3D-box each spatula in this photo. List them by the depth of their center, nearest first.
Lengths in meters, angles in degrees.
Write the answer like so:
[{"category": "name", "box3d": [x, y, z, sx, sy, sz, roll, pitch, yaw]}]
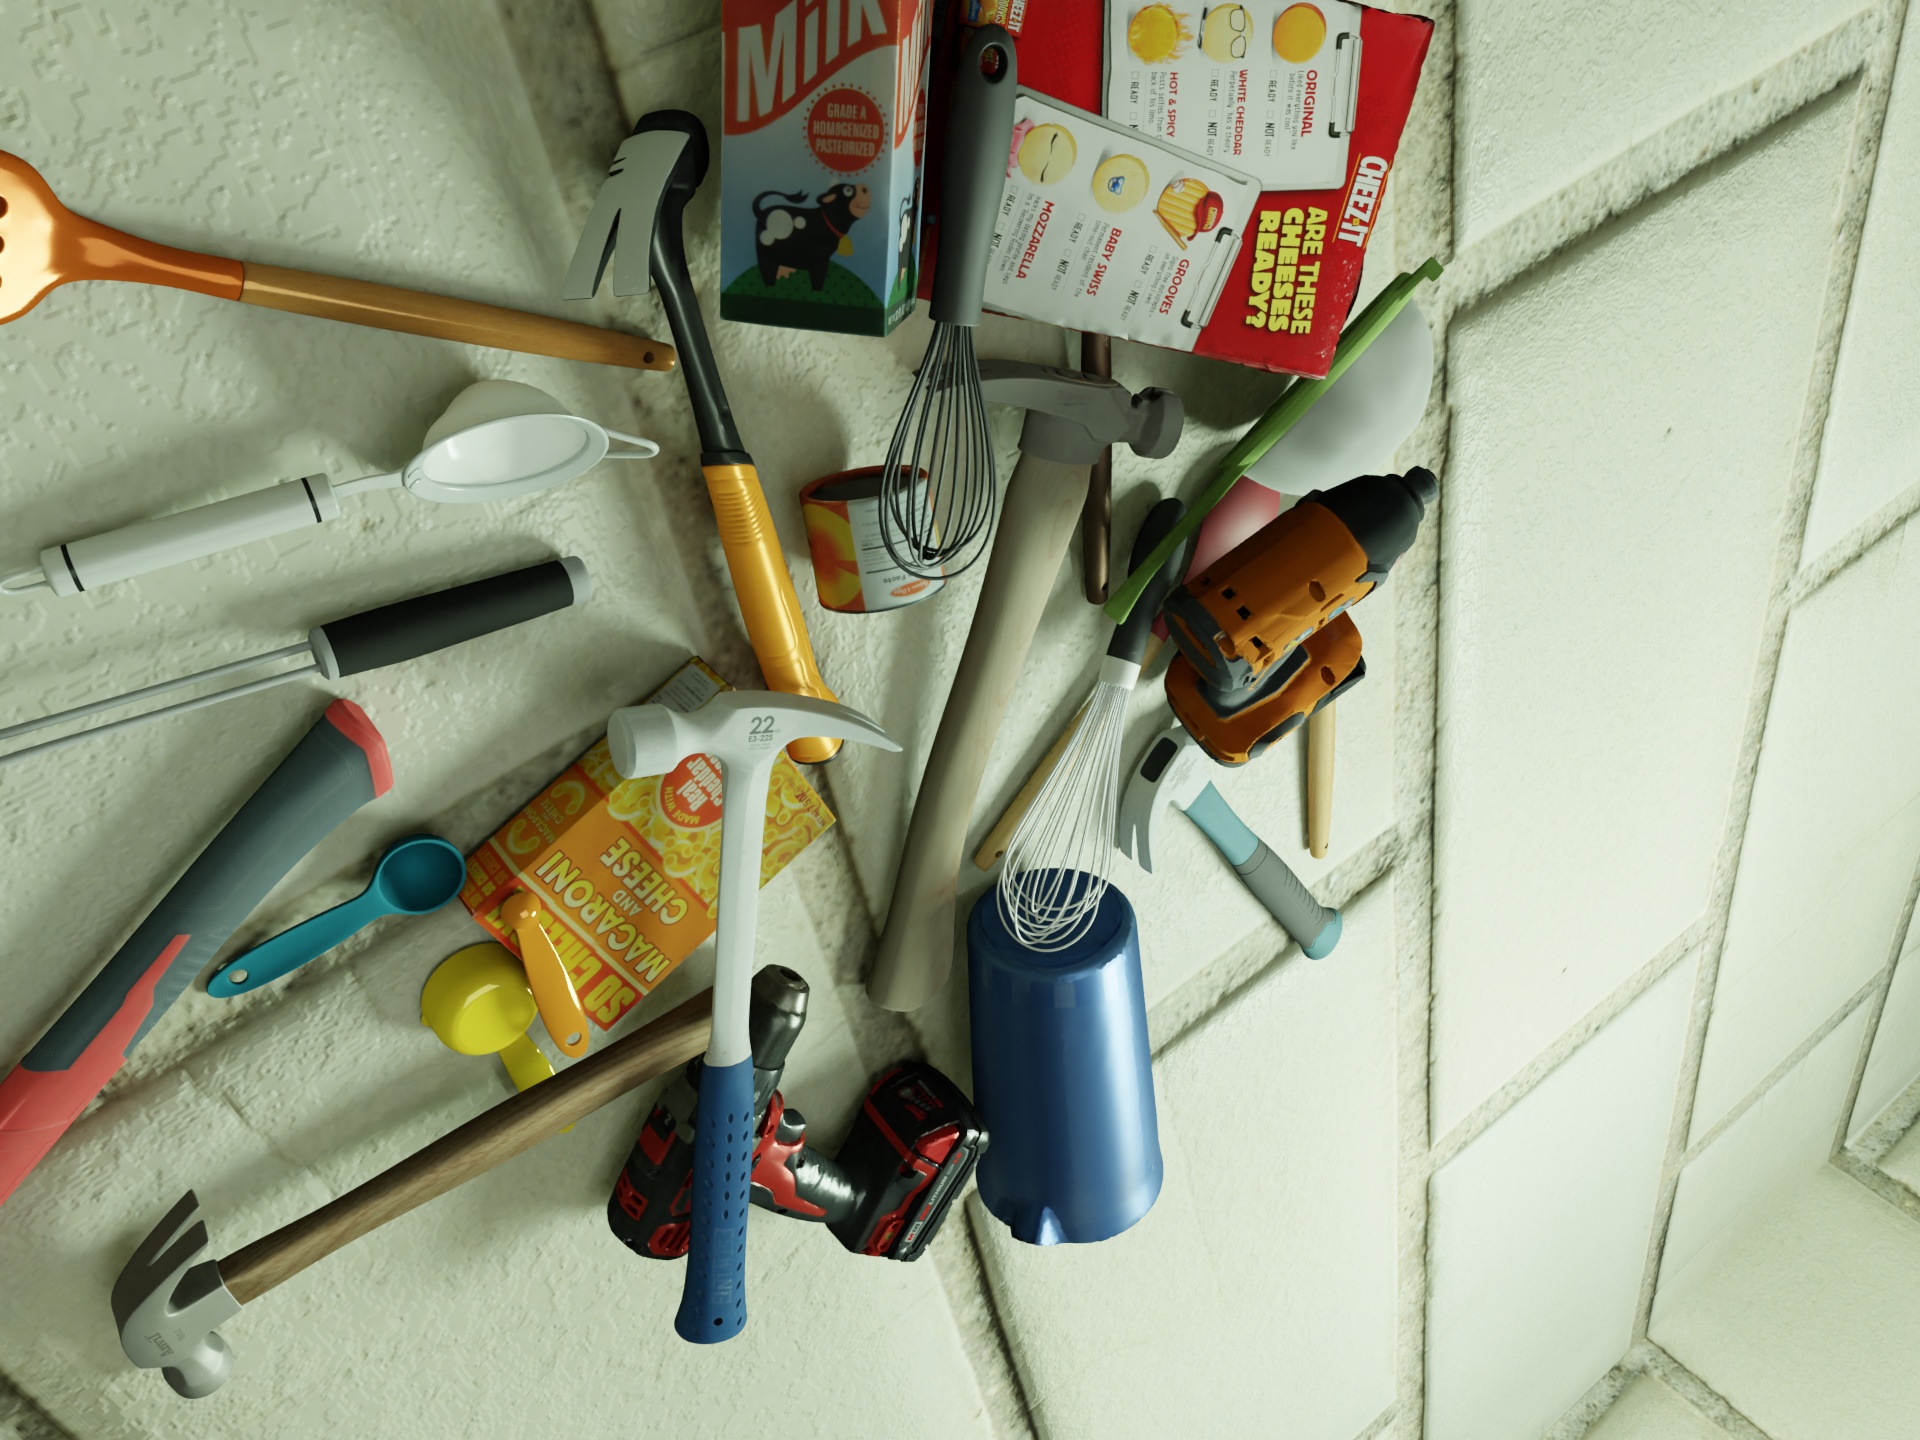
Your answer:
[{"category": "spatula", "box3d": [-0.247, -0.160, 0.605, 0.322, 0.041, 0.081, 0, 116, -41]}]

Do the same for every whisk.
[{"category": "whisk", "box3d": [0.001, -0.177, 0.698, 0.055, 0.055, 0.238, -9, 117, -36]}, {"category": "whisk", "box3d": [0.086, 0.002, 0.956, 0.070, 0.070, 0.284, 17, 91, -45]}]

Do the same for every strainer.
[{"category": "strainer", "box3d": [-0.252, -0.095, 0.644, 0.258, 0.050, 0.087, -22, 173, -22]}, {"category": "strainer", "box3d": [0.188, -0.138, 0.906, 0.256, 0.069, 0.151, -48, -179, -3]}]

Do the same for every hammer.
[{"category": "hammer", "box3d": [-0.393, 0.140, 0.681, 0.386, 0.038, 0.143, -50, 135, -2]}, {"category": "hammer", "box3d": [-0.102, -0.095, 0.736, 0.034, 0.127, 0.336, -3, 136, 9]}, {"category": "hammer", "box3d": [-0.266, 0.228, 0.825, 0.331, 0.031, 0.130, -27, 143, -22]}, {"category": "hammer", "box3d": [-0.118, 0.170, 0.850, 0.144, 0.035, 0.405, -8, 119, -29]}, {"category": "hammer", "box3d": [-0.001, -0.003, 0.908, 0.146, 0.038, 0.410, 4, 119, -24]}, {"category": "hammer", "box3d": [0.214, 0.099, 1.168, 0.128, 0.033, 0.330, -50, 137, -3]}]

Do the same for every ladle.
[{"category": "ladle", "box3d": [0.105, -0.033, 0.997, 0.315, 0.031, 0.069, -53, 140, 4]}]

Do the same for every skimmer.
[{"category": "skimmer", "box3d": [-0.303, -0.010, 0.620, 0.363, 0.090, 0.127, -22, 98, -31]}]

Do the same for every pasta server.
[{"category": "pasta server", "box3d": [0.069, -0.196, 0.860, 0.060, 0.040, 0.316, -27, 136, -24]}]

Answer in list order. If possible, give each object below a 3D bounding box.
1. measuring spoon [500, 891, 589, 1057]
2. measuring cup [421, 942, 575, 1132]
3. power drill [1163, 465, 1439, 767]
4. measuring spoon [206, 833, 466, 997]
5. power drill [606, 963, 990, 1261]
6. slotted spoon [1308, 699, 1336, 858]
[{"category": "measuring spoon", "box3d": [-0.204, 0.131, 0.792, 0.021, 0.011, 0.116, -27, 131, -23]}, {"category": "measuring cup", "box3d": [-0.233, 0.181, 0.848, 0.062, 0.029, 0.156, -34, 133, -19]}, {"category": "power drill", "box3d": [0.196, -0.061, 0.928, 0.164, 0.084, 0.226, -36, 164, -4]}, {"category": "measuring spoon", "box3d": [-0.296, 0.091, 0.751, 0.128, 0.021, 0.042, -30, 128, -10]}, {"category": "power drill", "box3d": [-0.089, 0.247, 0.984, 0.226, 0.080, 0.188, 21, 102, -42]}, {"category": "slotted spoon", "box3d": [0.258, -0.012, 1.138, 0.070, 0.031, 0.313, -42, 140, -32]}]
